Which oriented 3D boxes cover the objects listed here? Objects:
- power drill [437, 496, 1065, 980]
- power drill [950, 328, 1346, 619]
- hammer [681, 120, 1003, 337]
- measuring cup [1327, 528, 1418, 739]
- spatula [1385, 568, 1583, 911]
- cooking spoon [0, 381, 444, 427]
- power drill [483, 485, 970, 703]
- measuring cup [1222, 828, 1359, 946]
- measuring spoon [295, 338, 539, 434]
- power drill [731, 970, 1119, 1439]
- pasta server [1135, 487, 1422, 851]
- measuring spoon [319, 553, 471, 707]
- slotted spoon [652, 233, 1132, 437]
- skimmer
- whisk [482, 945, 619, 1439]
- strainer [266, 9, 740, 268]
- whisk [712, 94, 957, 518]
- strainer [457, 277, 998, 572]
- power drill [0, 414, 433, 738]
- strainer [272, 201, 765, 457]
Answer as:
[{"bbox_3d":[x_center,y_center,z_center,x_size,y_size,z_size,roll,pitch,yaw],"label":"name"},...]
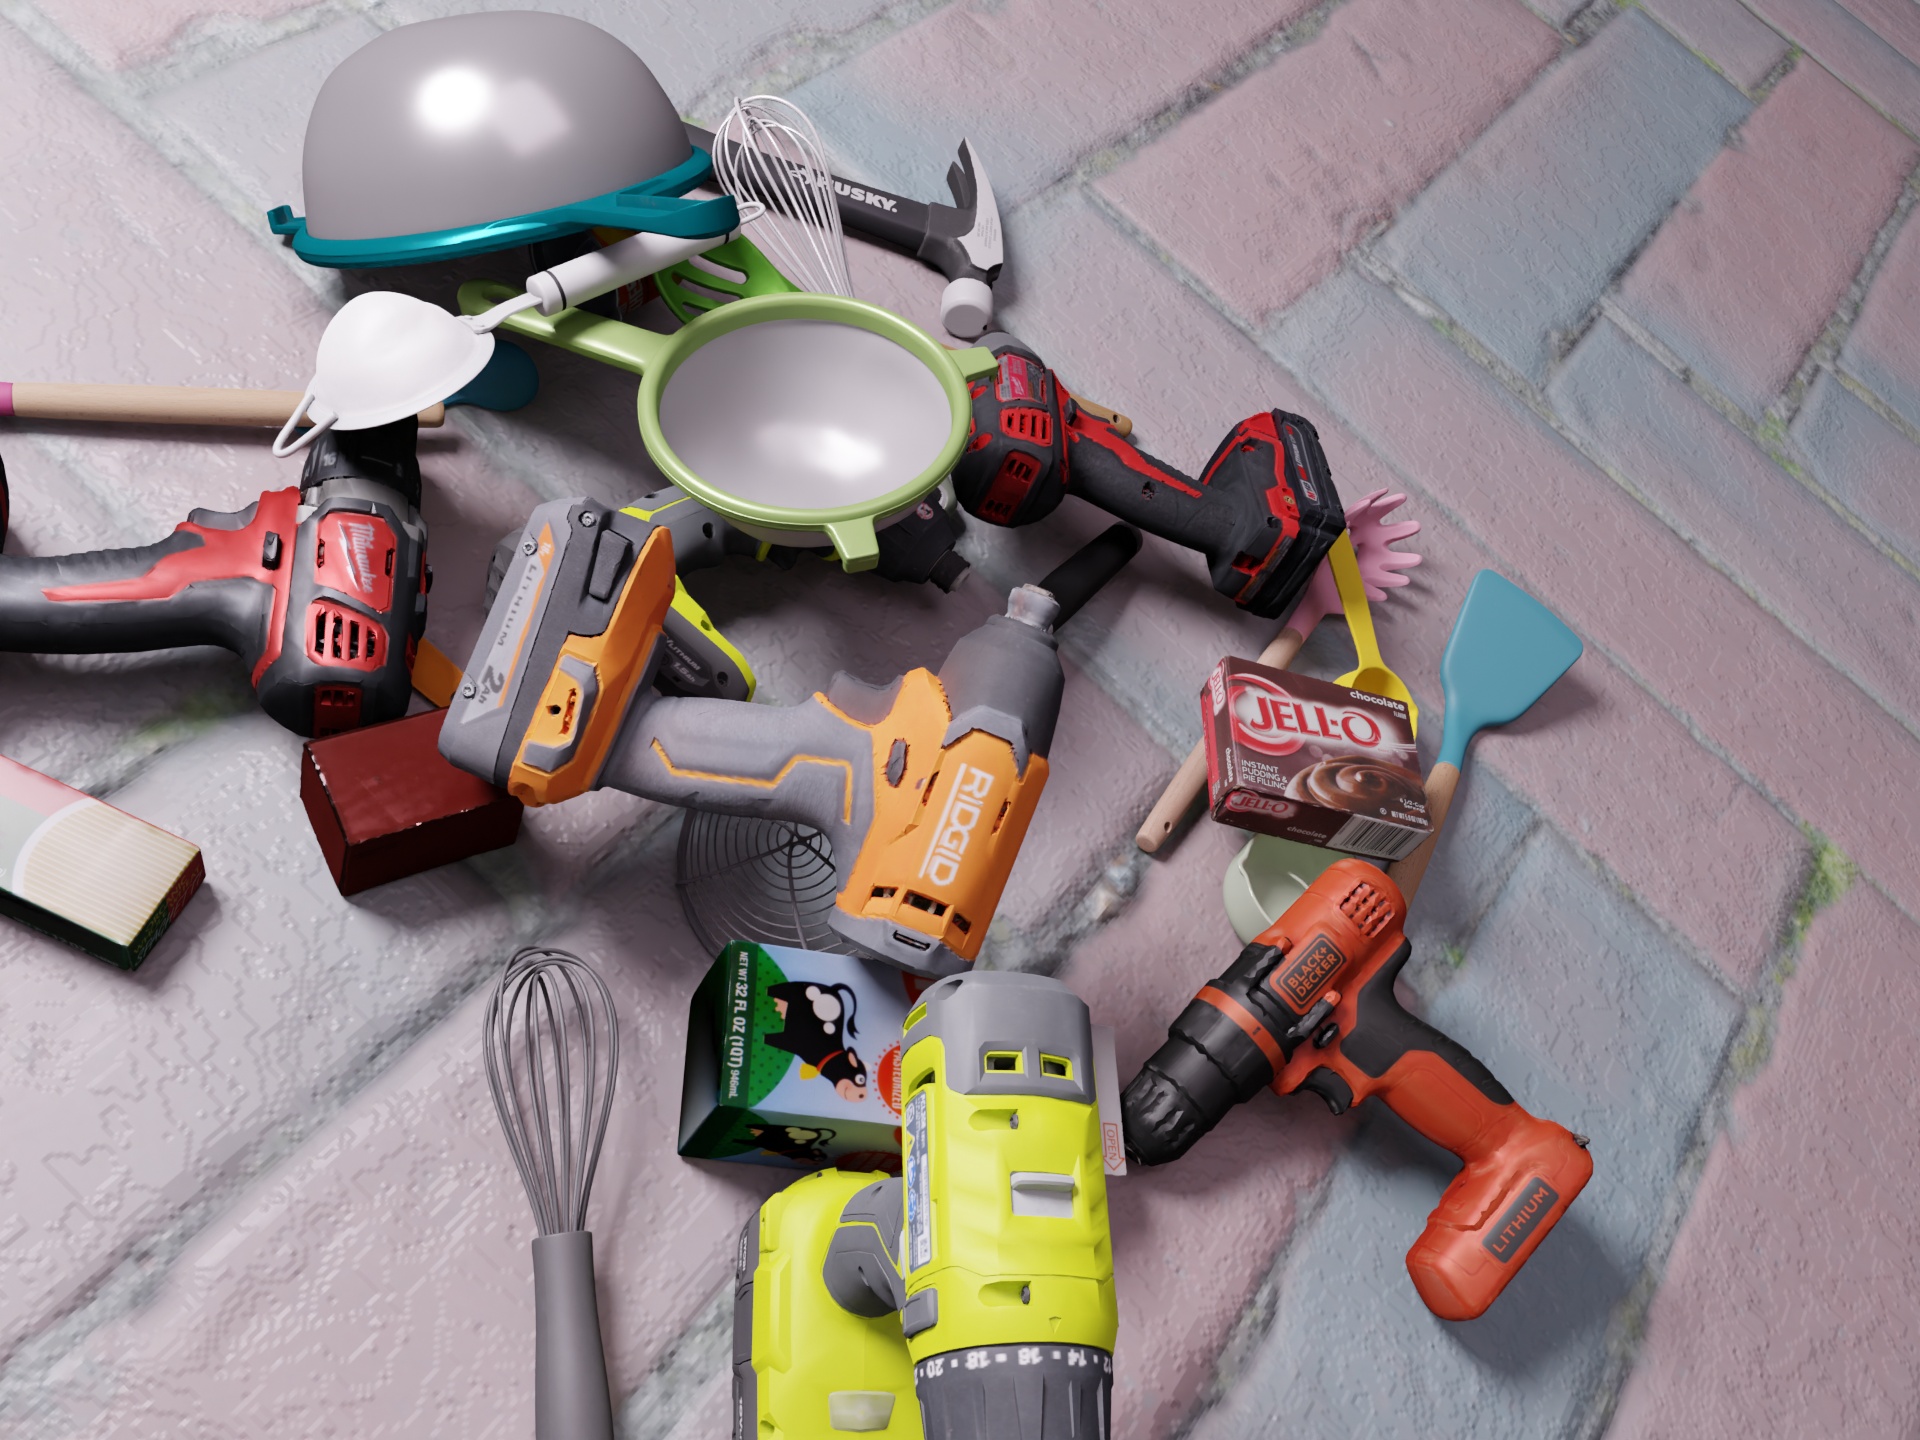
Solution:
[{"bbox_3d":[-0.072,-0.008,0.643,0.226,0.084,0.164,22,88,-4],"label":"power drill"},{"bbox_3d":[0.096,-0.147,0.894,0.219,0.078,0.143,16,42,-18],"label":"power drill"},{"bbox_3d":[-0.132,-0.340,0.965,0.334,0.035,0.146,14,56,-15],"label":"hammer"},{"bbox_3d":[0.222,-0.049,0.920,0.062,0.029,0.156,-4,77,-36],"label":"measuring cup"},{"bbox_3d":[0.274,0.041,0.902,0.082,0.044,0.318,37,53,-3],"label":"spatula"},{"bbox_3d":[-0.402,-0.145,0.726,0.318,0.017,0.069,-3,64,-23],"label":"cooking spoon"},{"bbox_3d":[-0.107,-0.081,0.789,0.171,0.080,0.223,39,49,4],"label":"power drill"},{"bbox_3d":[0.176,0.058,0.853,0.083,0.038,0.168,17,50,-13],"label":"measuring cup"},{"bbox_3d":[-0.272,-0.168,0.801,0.128,0.021,0.042,-25,72,-33],"label":"measuring spoon"},{"bbox_3d":[-0.014,0.214,0.545,0.080,0.228,0.191,9,57,-19],"label":"power drill"},{"bbox_3d":[0.185,-0.033,0.912,0.316,0.040,0.060,-49,116,-36],"label":"pasta server"},{"bbox_3d":[-0.264,-0.037,0.732,0.117,0.011,0.021,41,61,0],"label":"measuring spoon"},{"bbox_3d":[-0.032,-0.211,0.911,0.313,0.031,0.070,14,74,-27],"label":"slotted spoon"},{"bbox_3d":[-0.001,-0.003,0.814,0.127,0.090,0.363,32,41,13],"label":"skimmer"},{"bbox_3d":[-0.152,0.201,0.612,0.055,0.055,0.239,1,65,-24],"label":"whisk"},{"bbox_3d":[-0.198,-0.278,0.736,0.211,0.095,0.341,-26,31,-27],"label":"strainer"},{"bbox_3d":[-0.062,-0.217,0.856,0.059,0.058,0.246,-87,151,-72],"label":"whisk"},{"bbox_3d":[-0.120,-0.144,0.751,0.256,0.069,0.152,20,54,11],"label":"strainer"},{"bbox_3d":[-0.343,-0.087,0.679,0.226,0.080,0.188,5,58,-20],"label":"power drill"},{"bbox_3d":[-0.195,-0.191,0.716,0.258,0.050,0.087,-32,46,-27],"label":"strainer"}]
